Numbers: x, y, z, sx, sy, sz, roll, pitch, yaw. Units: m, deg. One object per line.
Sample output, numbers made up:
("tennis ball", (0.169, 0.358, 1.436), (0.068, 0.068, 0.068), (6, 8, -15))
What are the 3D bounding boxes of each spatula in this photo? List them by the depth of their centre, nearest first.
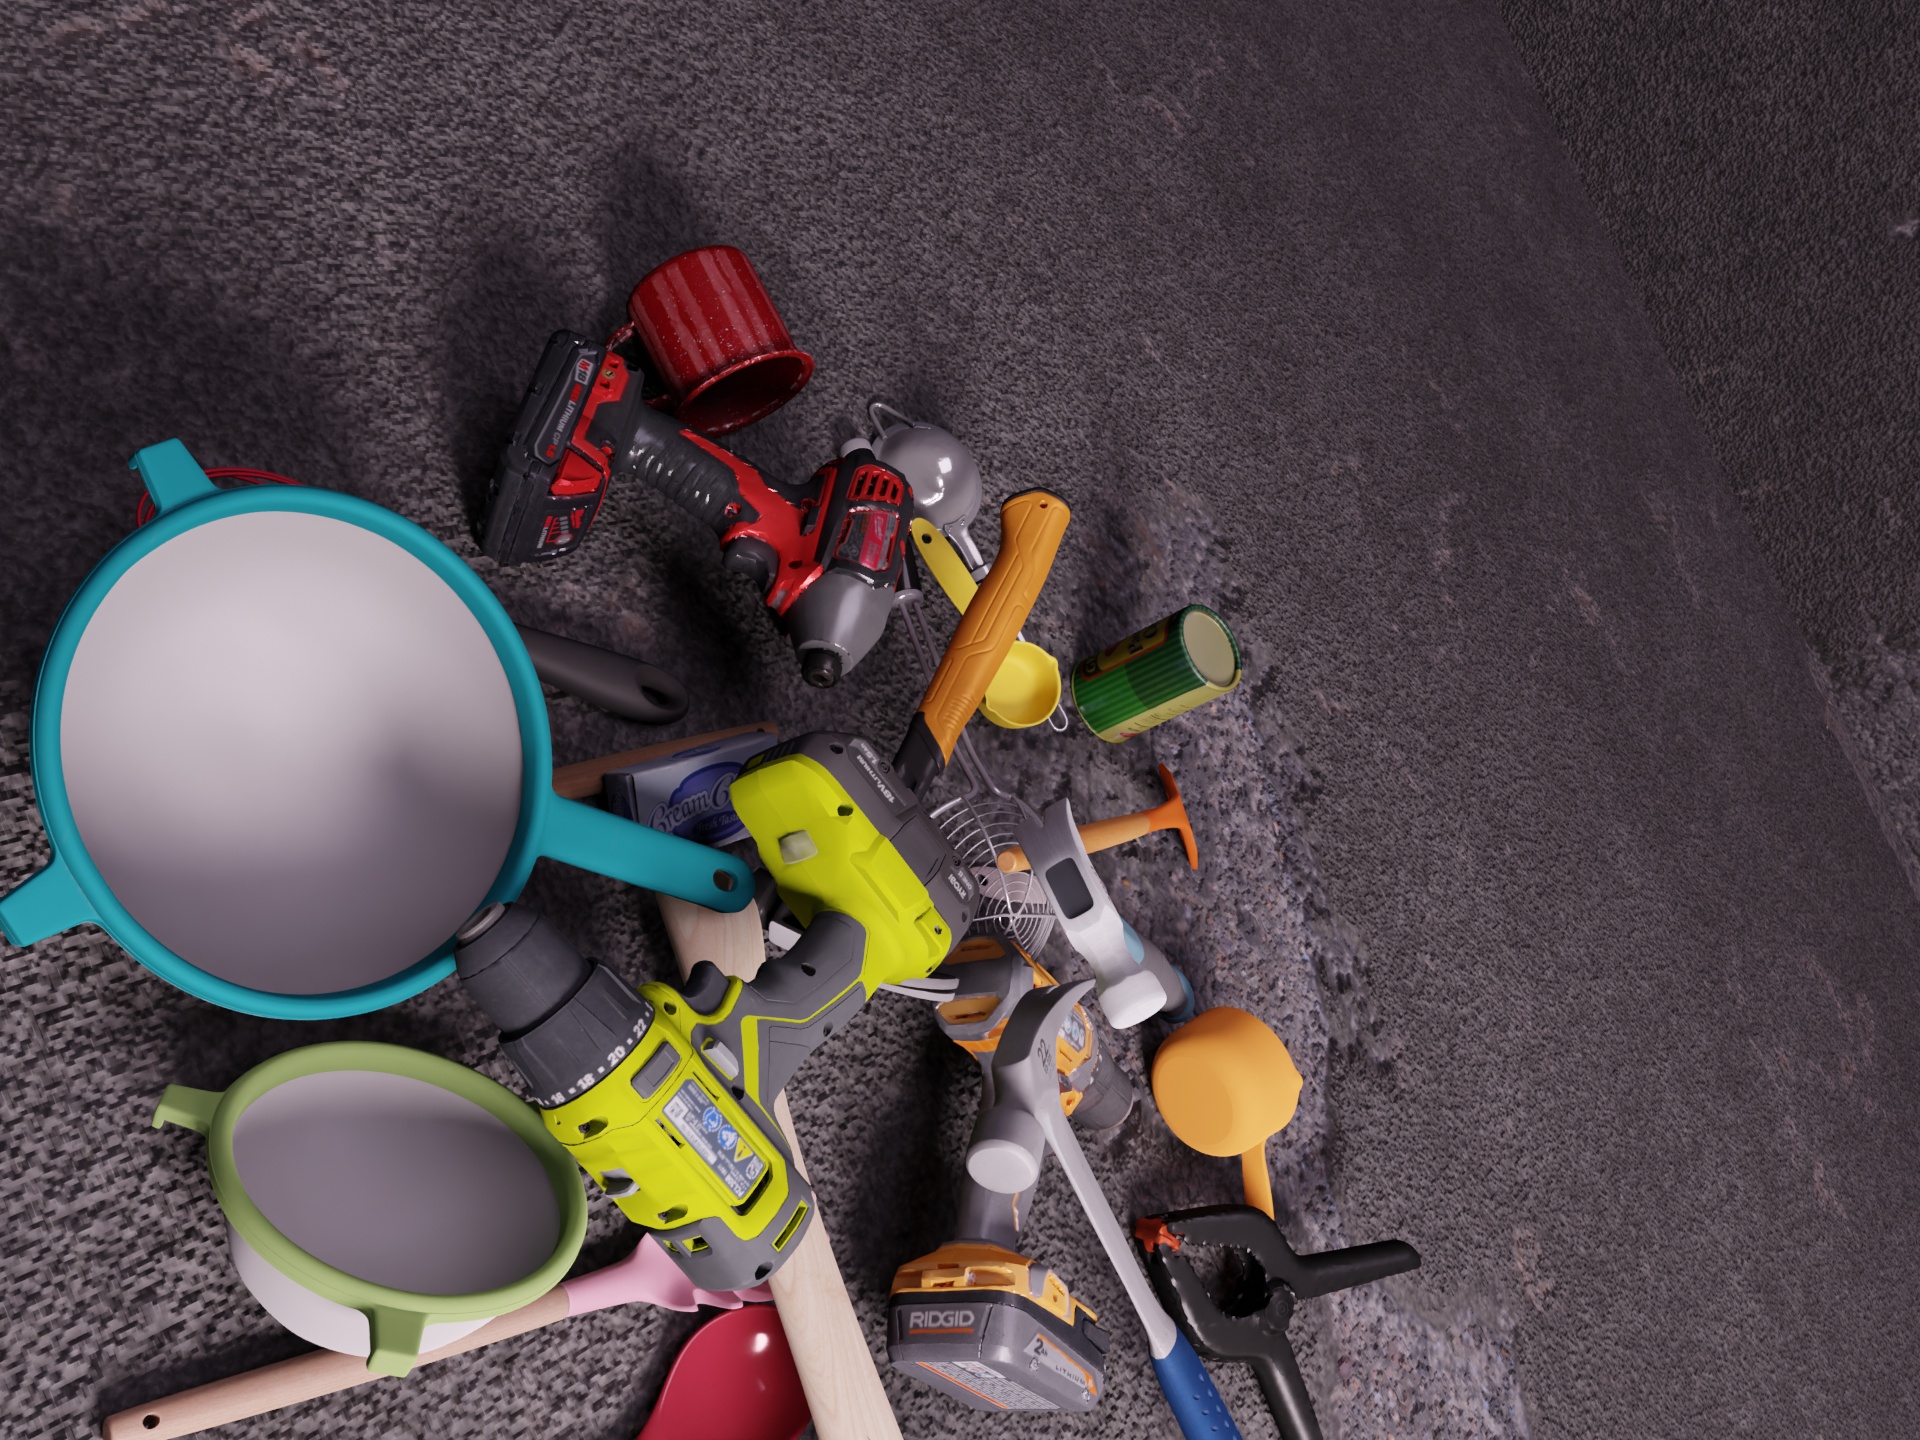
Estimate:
("spatula", (-0.212, 0.033, 0.794), (0.316, 0.018, 0.060), (-15, 79, -47))
("spatula", (0.096, 0.071, 1.006), (0.322, 0.041, 0.081), (-6, 76, -61))

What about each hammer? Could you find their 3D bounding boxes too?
("hammer", (-0.078, 0.260, 0.729), (0.146, 0.038, 0.411), (-4, 63, -39))
("hammer", (0.105, 0.316, 0.846), (0.405, 0.035, 0.144), (65, 25, -25))
("hammer", (0.097, 0.133, 0.910), (0.128, 0.033, 0.330), (62, 5, 23))
("hammer", (-0.001, -0.003, 0.918), (0.127, 0.034, 0.337), (22, 61, 7))

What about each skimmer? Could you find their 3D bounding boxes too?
("skimmer", (-0.031, -0.008, 0.989), (0.127, 0.090, 0.364), (0, 59, -37))

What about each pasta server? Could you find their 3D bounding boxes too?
("pasta server", (-0.193, 0.254, 0.683), (0.316, 0.040, 0.060), (-1, 61, -44))

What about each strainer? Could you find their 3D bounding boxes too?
("strainer", (-0.208, 0.200, 0.683), (0.152, 0.069, 0.256), (35, 16, 22))
("strainer", (-0.241, 0.036, 0.697), (0.340, 0.095, 0.211), (27, 62, -45))
("strainer", (0.013, -0.108, 1.078), (0.087, 0.050, 0.258), (-31, 96, -33))

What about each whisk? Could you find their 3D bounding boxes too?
("whisk", (-0.250, -0.048, 0.773), (0.295, 0.073, 0.073), (22, 55, -44))

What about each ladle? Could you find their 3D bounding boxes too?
("ladle", (-0.176, 0.348, 0.659), (0.315, 0.031, 0.069), (-26, 82, -47))

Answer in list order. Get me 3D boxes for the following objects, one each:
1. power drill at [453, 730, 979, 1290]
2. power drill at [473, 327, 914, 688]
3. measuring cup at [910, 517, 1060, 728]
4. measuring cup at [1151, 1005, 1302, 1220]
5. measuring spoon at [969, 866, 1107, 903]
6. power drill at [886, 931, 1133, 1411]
("power drill", (-0.102, 0.107, 0.715), (0.190, 0.080, 0.229), (54, 45, -15))
("power drill", (-0.135, -0.106, 0.851), (0.219, 0.078, 0.143), (21, 54, -15))
("measuring cup", (0.009, -0.064, 1.048), (0.062, 0.029, 0.156), (-35, 94, -25))
("measuring cup", (0.171, 0.273, 1.017), (0.052, 0.095, 0.173), (-15, 99, -43))
("measuring spoon", (0.052, 0.106, 1.018), (0.124, 0.018, 0.034), (13, 61, -40))
("power drill", (0.040, 0.254, 0.874), (0.185, 0.084, 0.226), (48, 39, -44))
